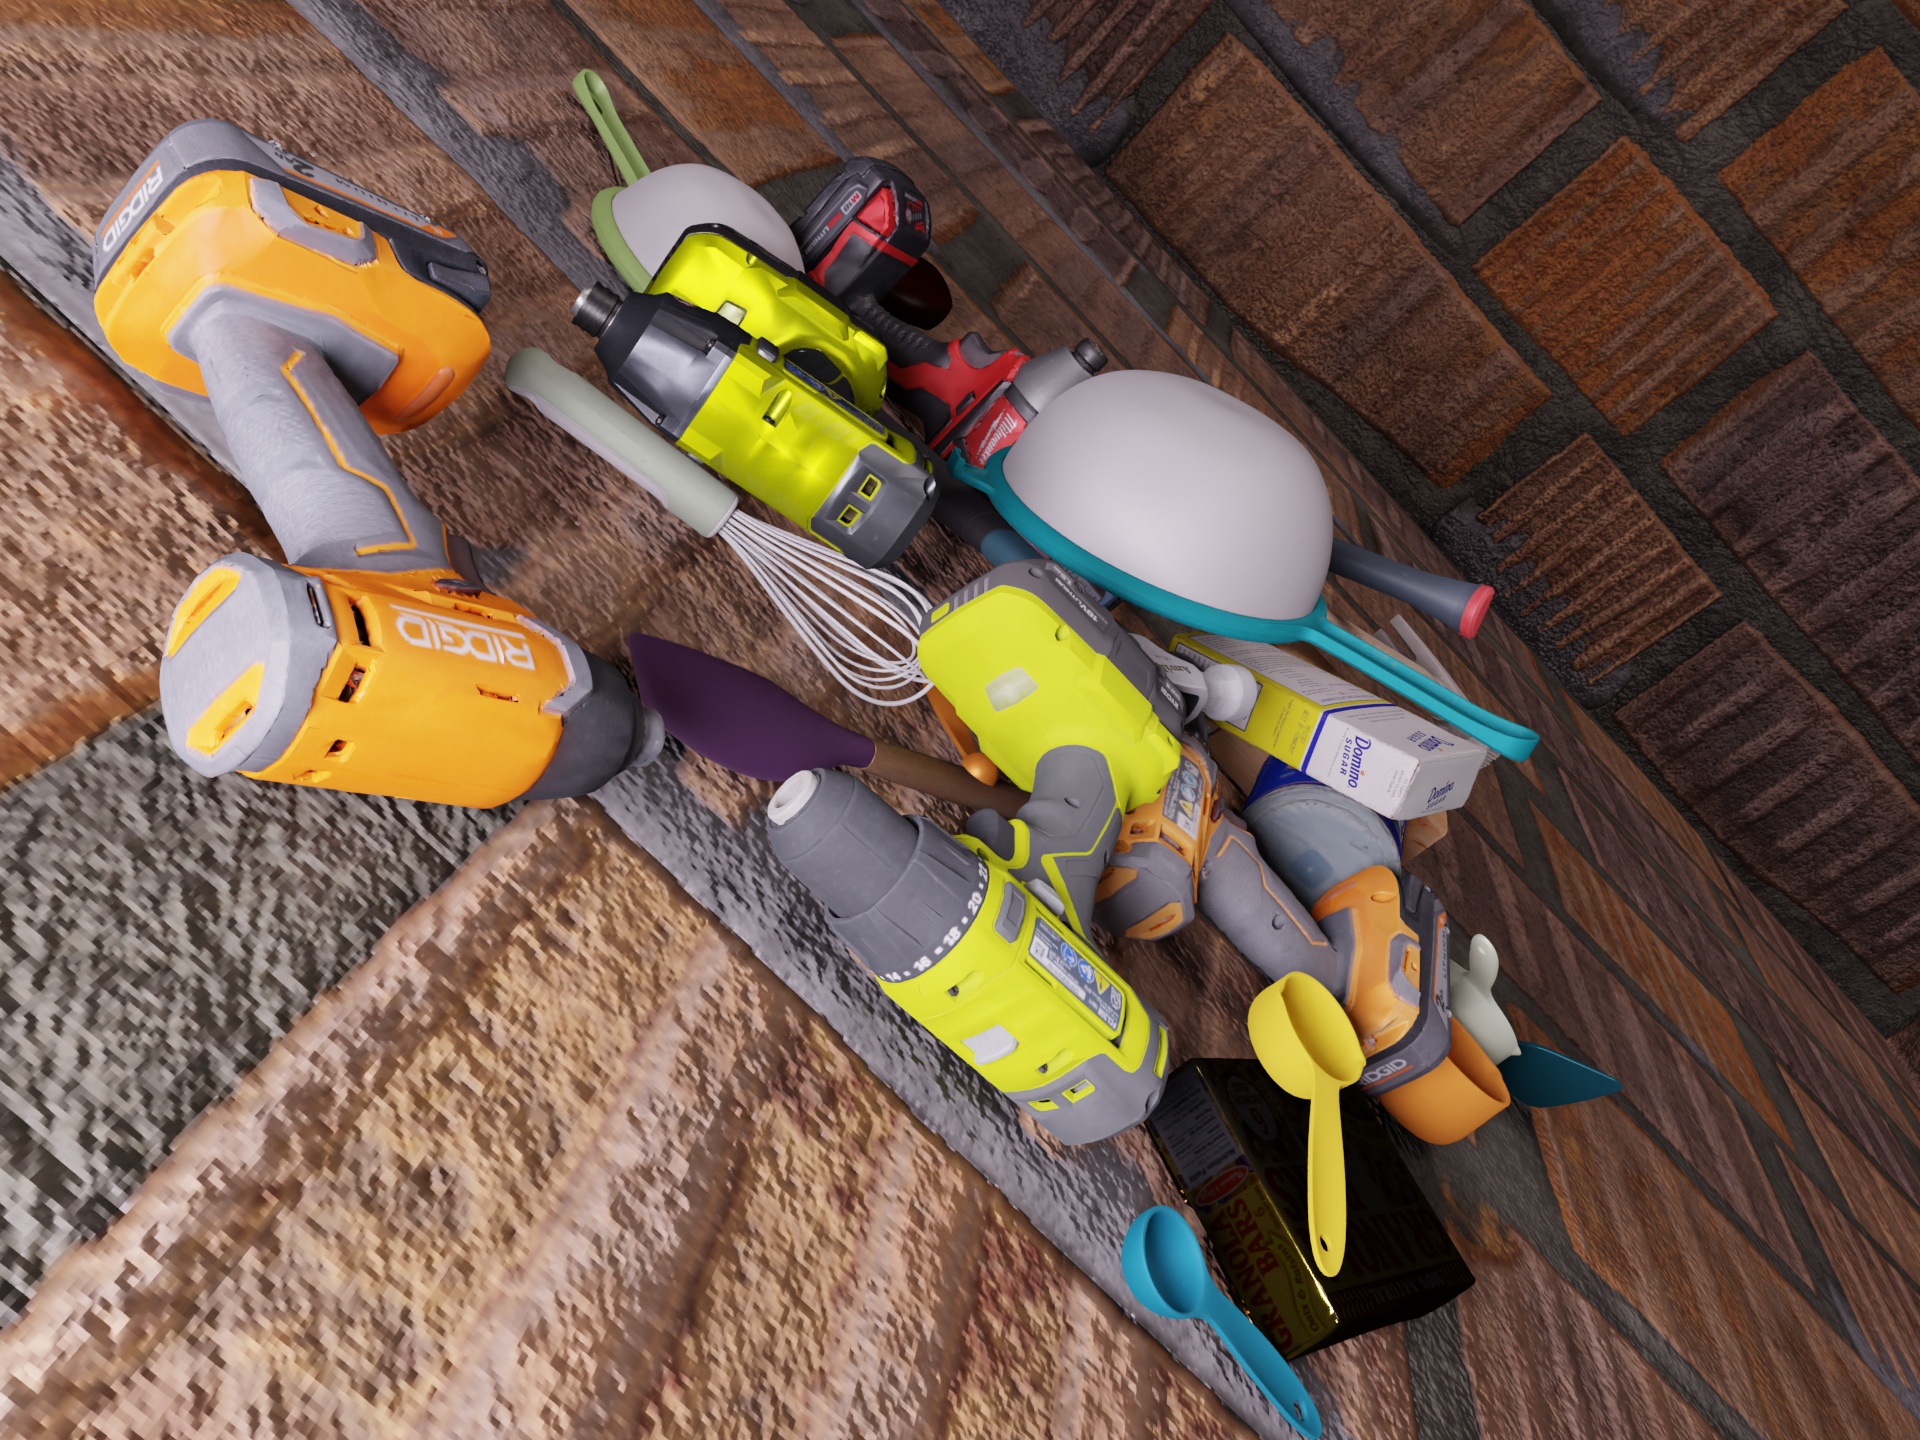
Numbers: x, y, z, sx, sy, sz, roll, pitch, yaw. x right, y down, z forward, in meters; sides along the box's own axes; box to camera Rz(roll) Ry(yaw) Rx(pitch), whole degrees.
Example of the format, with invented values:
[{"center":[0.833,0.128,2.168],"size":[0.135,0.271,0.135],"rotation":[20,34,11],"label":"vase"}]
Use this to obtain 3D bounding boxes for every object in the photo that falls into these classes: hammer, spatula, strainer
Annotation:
[{"center":[0.270,-0.063,1.136],"size":[0.410,0.038,0.146],"rotation":[19,35,-51],"label":"hammer"},{"center":[-0.027,0.022,0.728],"size":[0.315,0.018,0.060],"rotation":[20,42,-49],"label":"spatula"},{"center":[-0.161,-0.318,0.953],"size":[0.151,0.069,0.257],"rotation":[7,48,-58],"label":"strainer"},{"center":[0.174,-0.103,0.859],"size":[0.341,0.095,0.211],"rotation":[34,28,23],"label":"strainer"},{"center":[0.015,-0.104,0.876],"size":[0.128,0.033,0.331],"rotation":[2,35,-45],"label":"hammer"},{"center":[0.316,0.145,1.080],"size":[0.044,0.082,0.317],"rotation":[-36,88,-35],"label":"spatula"},{"center":[0.191,-0.149,1.135],"size":[0.387,0.038,0.143],"rotation":[28,11,31],"label":"hammer"}]

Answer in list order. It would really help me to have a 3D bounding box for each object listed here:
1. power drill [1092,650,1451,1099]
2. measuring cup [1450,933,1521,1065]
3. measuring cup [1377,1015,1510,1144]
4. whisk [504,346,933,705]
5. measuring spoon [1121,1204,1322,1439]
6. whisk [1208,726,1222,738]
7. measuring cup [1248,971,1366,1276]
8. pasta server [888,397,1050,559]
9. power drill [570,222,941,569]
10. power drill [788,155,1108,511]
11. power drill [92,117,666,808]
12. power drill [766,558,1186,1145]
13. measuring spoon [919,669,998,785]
[{"center":[0.161,0.076,0.858],"size":[0.226,0.084,0.185],"rotation":[37,40,-17],"label":"power drill"},{"center":[0.307,0.172,0.983],"size":[0.083,0.038,0.167],"rotation":[51,-7,29],"label":"measuring cup"},{"center":[0.259,0.180,0.959],"size":[0.095,0.052,0.174],"rotation":[33,19,-33],"label":"measuring cup"},{"center":[-0.105,-0.089,0.737],"size":[0.246,0.059,0.058],"rotation":[37,-11,-18],"label":"whisk"},{"center":[0.100,0.242,0.624],"size":[0.128,0.021,0.042],"rotation":[51,33,-17],"label":"measuring spoon"},{"center":[0.115,0.017,0.962],"size":[0.051,0.047,0.245],"rotation":[51,26,3],"label":"whisk"},{"center":[0.151,0.179,0.703],"size":[0.062,0.029,0.157],"rotation":[39,35,-20],"label":"measuring cup"},{"center":[-0.027,-0.218,1.080],"size":[0.316,0.040,0.060],"rotation":[50,11,7],"label":"pasta server"},{"center":[-0.099,-0.167,0.763],"size":[0.171,0.080,0.223],"rotation":[32,17,-19],"label":"power drill"},{"center":[-0.014,-0.243,1.009],"size":[0.220,0.143,0.078],"rotation":[51,19,11],"label":"power drill"},{"center":[-0.185,-0.072,0.521],"size":[0.164,0.084,0.227],"rotation":[15,44,-54],"label":"power drill"},{"center":[0.017,0.036,0.664],"size":[0.190,0.080,0.229],"rotation":[44,36,-22],"label":"power drill"},{"center":[-0.001,-0.003,0.795],"size":[0.021,0.011,0.117],"rotation":[29,18,-29],"label":"measuring spoon"}]
